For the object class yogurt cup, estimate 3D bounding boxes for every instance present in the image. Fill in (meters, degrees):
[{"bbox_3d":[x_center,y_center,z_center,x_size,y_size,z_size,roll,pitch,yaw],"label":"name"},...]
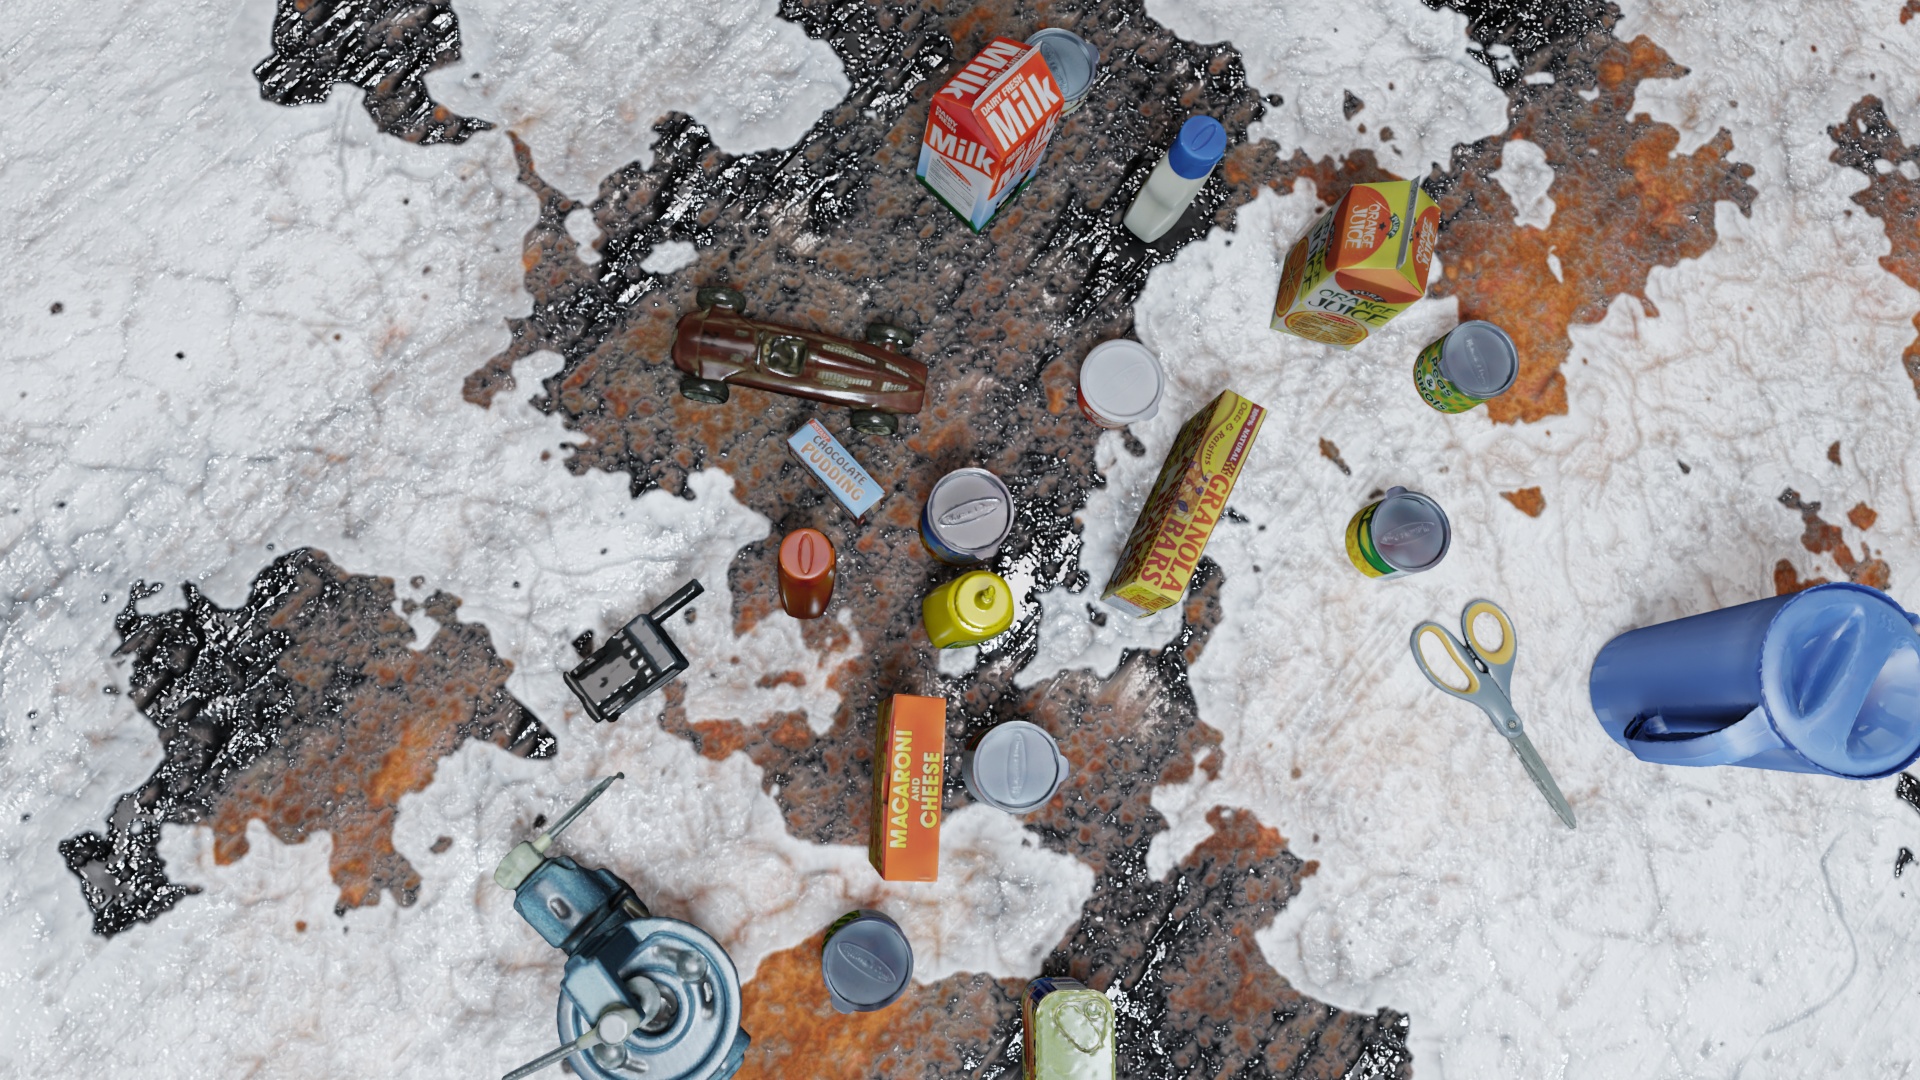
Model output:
[{"bbox_3d":[0.125,-0.123,1.120,0.072,0.054,0.072,1,81,-6],"label":"yogurt cup"}]

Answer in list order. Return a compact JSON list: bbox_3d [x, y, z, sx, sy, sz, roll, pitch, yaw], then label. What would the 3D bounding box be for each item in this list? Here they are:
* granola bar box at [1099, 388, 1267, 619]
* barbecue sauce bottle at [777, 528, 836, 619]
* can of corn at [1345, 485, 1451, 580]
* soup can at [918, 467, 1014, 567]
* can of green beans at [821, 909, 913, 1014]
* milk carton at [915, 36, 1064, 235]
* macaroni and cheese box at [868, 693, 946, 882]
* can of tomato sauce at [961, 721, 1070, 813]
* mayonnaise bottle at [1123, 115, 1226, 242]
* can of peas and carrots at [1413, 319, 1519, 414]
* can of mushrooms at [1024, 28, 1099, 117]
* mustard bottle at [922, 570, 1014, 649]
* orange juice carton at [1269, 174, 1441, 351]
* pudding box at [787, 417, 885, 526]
[{"bbox_3d":[0.171,-0.024,1.073,0.039,0.124,0.166,27,79,-2],"label":"granola bar box"},{"bbox_3d":[-0.113,0.020,1.020,0.044,0.148,0.065,3,81,-6],"label":"barbecue sauce bottle"},{"bbox_3d":[0.352,-0.005,1.124,0.071,0.058,0.071,1,81,-6],"label":"can of corn"},{"bbox_3d":[0.004,-0.013,1.072,0.071,0.083,0.071,1,81,-6],"label":"soup can"},{"bbox_3d":[-0.070,0.308,1.023,0.071,0.057,0.071,1,81,-6],"label":"can of green beans"},{"bbox_3d":[0.023,-0.316,1.071,0.073,0.190,0.072,44,79,1],"label":"milk carton"},{"bbox_3d":[-0.040,0.175,0.993,0.040,0.166,0.124,4,81,-6],"label":"macaroni and cheese box"},{"bbox_3d":[0.039,0.170,1.046,0.071,0.083,0.071,1,81,-6],"label":"can of tomato sauce"},{"bbox_3d":[0.173,-0.290,1.105,0.041,0.148,0.065,41,79,1],"label":"mayonnaise bottle"},{"bbox_3d":[0.417,-0.142,1.155,0.071,0.058,0.071,1,81,-6],"label":"can of peas and carrots"},{"bbox_3d":[0.081,-0.394,1.170,0.071,0.033,0.071,1,81,-6],"label":"can of mushrooms"},{"bbox_3d":[0.009,0.050,1.023,0.065,0.160,0.049,-13,83,-8],"label":"mustard bottle"},{"bbox_3d":[0.313,-0.216,1.087,0.073,0.192,0.072,15,80,-4],"label":"orange juice carton"},{"bbox_3d":[-0.097,-0.053,1.084,0.030,0.049,0.084,-42,88,-11],"label":"pudding box"}]
